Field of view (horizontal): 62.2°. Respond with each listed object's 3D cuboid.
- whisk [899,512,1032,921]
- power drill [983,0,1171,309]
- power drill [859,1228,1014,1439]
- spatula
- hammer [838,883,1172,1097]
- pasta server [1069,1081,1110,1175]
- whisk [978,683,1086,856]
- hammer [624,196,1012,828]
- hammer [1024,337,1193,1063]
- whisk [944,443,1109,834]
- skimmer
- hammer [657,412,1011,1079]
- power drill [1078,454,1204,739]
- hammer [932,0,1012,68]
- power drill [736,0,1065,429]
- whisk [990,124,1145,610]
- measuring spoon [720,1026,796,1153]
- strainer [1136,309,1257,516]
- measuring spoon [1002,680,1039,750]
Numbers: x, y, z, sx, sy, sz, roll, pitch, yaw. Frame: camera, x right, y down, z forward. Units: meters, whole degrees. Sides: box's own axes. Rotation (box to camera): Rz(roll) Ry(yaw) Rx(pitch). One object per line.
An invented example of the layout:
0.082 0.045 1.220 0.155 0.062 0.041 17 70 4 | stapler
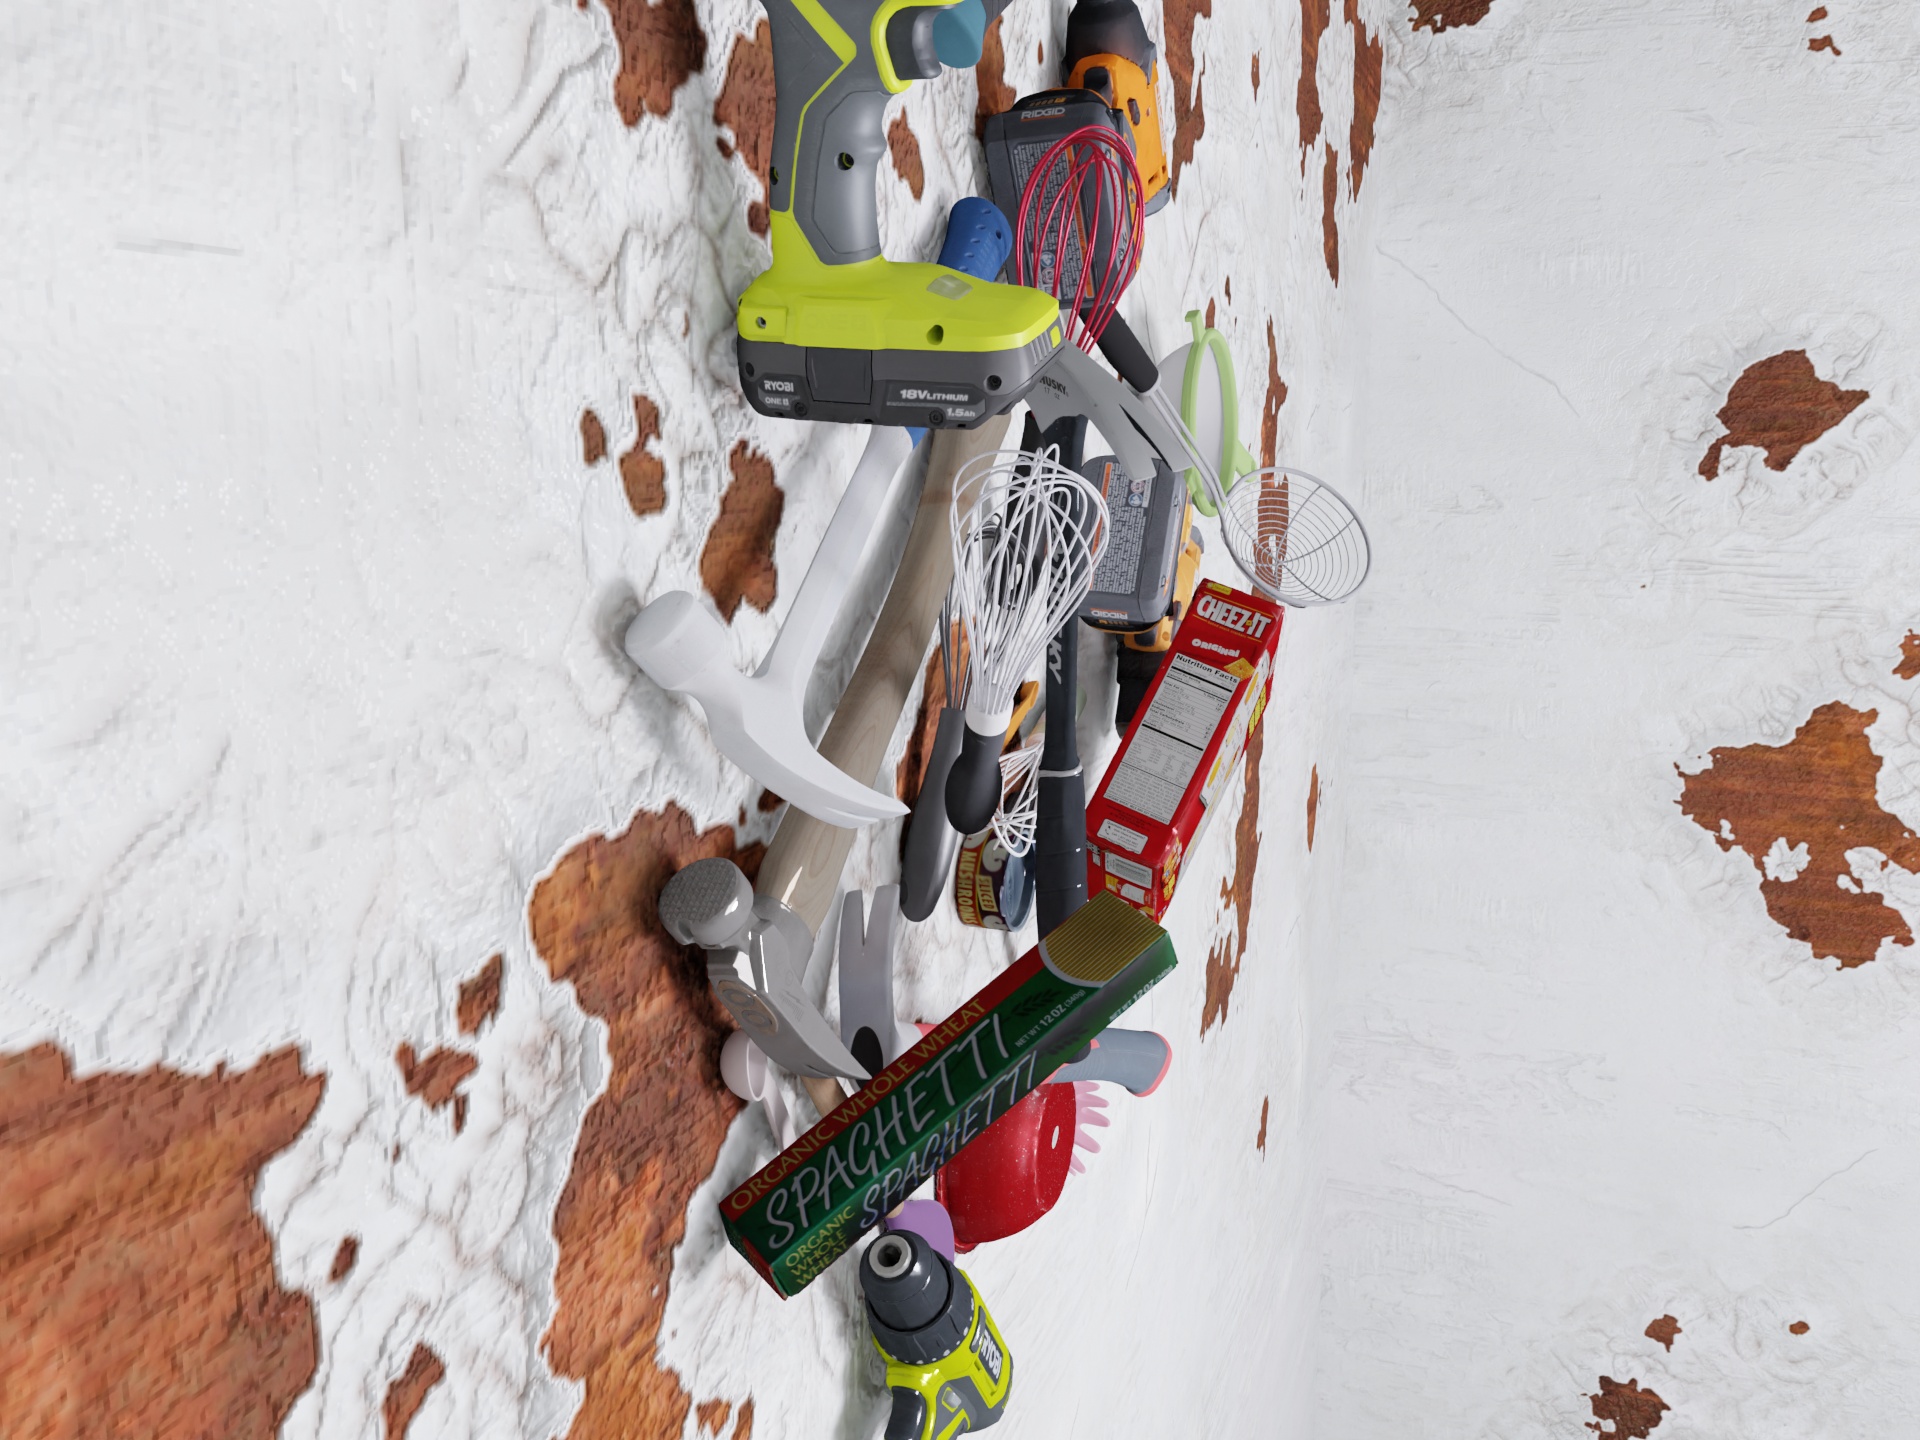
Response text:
-0.003 -0.003 0.907 0.055 0.055 0.239 30 71 -68 | whisk
0.081 -0.371 1.003 0.227 0.084 0.164 -67 151 -49 | power drill
-0.036 0.403 0.852 0.190 0.080 0.229 72 28 -46 | power drill
-0.043 0.256 0.879 0.060 0.018 0.315 -62 151 -32 | spatula
0.042 0.185 0.958 0.386 0.038 0.143 20 62 -60 | hammer
0.074 0.209 1.115 0.060 0.040 0.316 -46 144 -38 | pasta server
0.051 0.022 1.038 0.059 0.058 0.246 66 21 -13 | whisk
-0.033 -0.126 0.765 0.144 0.035 0.406 50 40 -31 | hammer
0.055 0.011 0.805 0.036 0.149 0.408 -17 124 -24 | hammer
0.016 -0.025 0.755 0.284 0.070 0.070 101 7 -54 | whisk
0.191 -0.214 1.163 0.362 0.090 0.127 45 49 -40 | skimmer
-0.033 -0.023 0.805 0.146 0.038 0.411 61 36 -41 | hammer
0.135 -0.086 1.211 0.226 0.084 0.185 39 60 -71 | power drill
0.051 -0.466 0.928 0.128 0.033 0.331 56 44 -29 | hammer
-0.025 -0.234 0.620 0.080 0.171 0.223 -54 146 -55 | power drill
0.052 -0.197 0.935 0.073 0.073 0.295 -52 155 -56 | whisk
-0.093 0.182 0.744 0.124 0.018 0.034 81 8 -48 | measuring spoon
0.197 -0.237 1.345 0.256 0.069 0.151 12 81 -68 | strainer
0.027 0.006 1.033 0.117 0.011 0.021 -52 155 -51 | measuring spoon
